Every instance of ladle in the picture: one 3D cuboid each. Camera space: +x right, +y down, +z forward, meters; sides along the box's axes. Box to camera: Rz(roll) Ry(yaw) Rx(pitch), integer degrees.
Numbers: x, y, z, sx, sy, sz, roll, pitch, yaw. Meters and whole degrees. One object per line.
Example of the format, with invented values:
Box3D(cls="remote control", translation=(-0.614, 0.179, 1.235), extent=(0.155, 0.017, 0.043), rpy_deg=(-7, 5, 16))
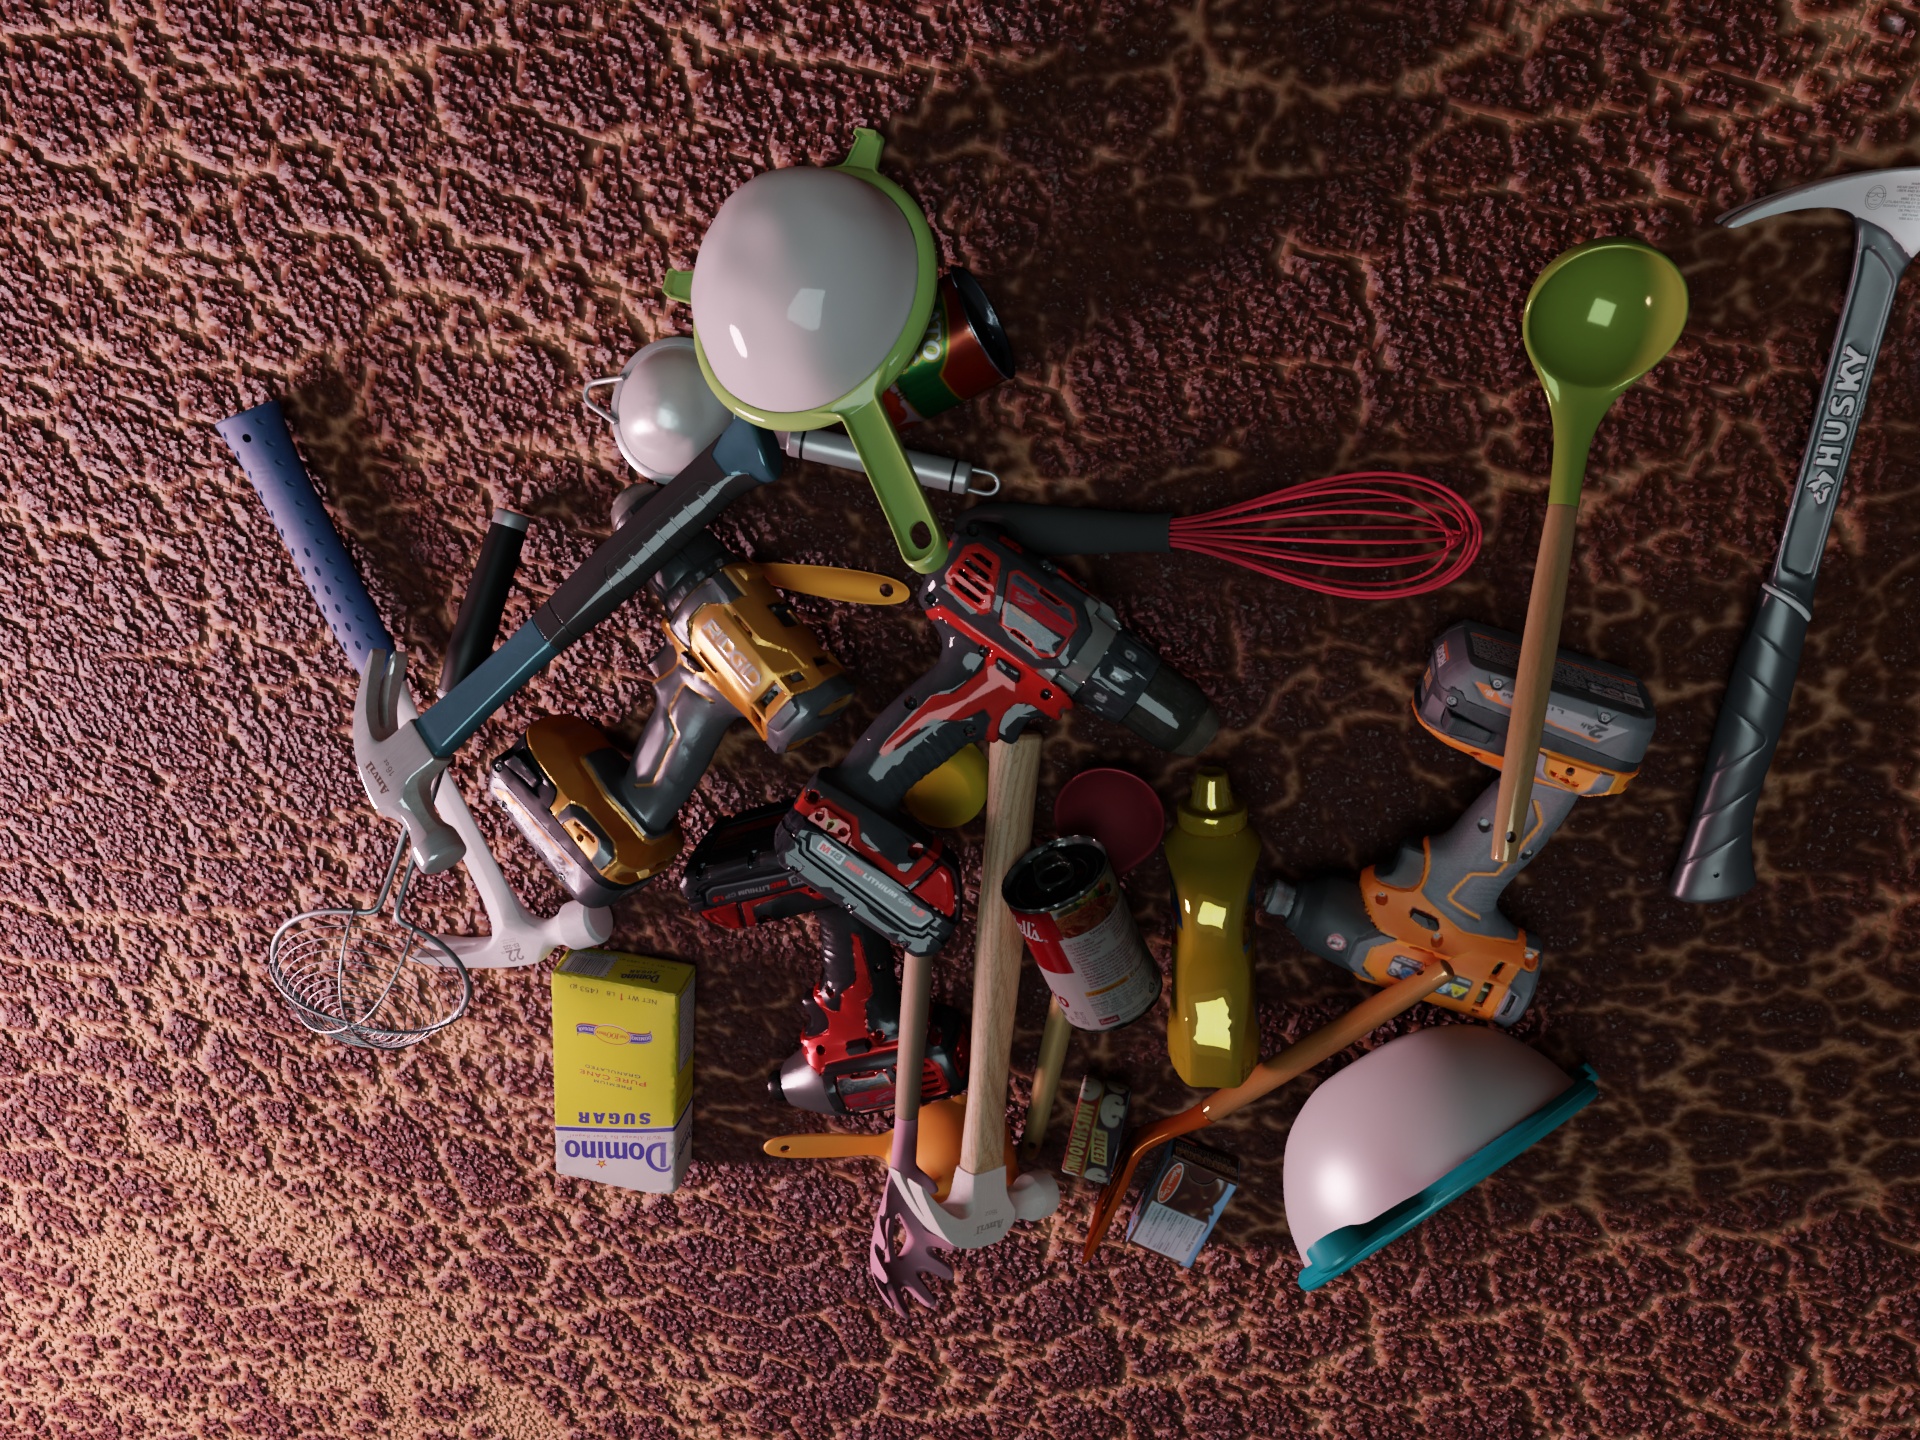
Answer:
Box3D(cls="ladle", translation=(0.306, -0.084, 0.810), extent=(0.078, 0.062, 0.320), rpy_deg=(9, 92, 6))
Box3D(cls="ladle", translation=(0.073, 0.163, 1.033), extent=(0.069, 0.031, 0.315), rpy_deg=(14, 116, 8))

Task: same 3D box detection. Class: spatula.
Box3D(cls="spatula", translation=(0.180, 0.238, 0.992), extent=(0.041, 0.081, 0.322), rpy_deg=(44, 120, -9))

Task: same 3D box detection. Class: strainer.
Box3D(cls="strainer", translation=(0.236, 0.239, 0.902), extent=(0.211, 0.340, 0.095), rpy_deg=(-42, 66, 19))
Box3D(cls="strainer", translation=(-0.102, -0.166, 0.926), extent=(0.258, 0.050, 0.087), rpy_deg=(13, 100, 3))
Box3D(cls="strainer", translation=(-0.072, -0.189, 0.820), extent=(0.151, 0.069, 0.257), rpy_deg=(-31, 67, 17))

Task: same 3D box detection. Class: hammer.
Box3D(cls="hammer", translation=(-0.229, -0.059, 0.924), extent=(0.331, 0.033, 0.128), rpy_deg=(-40, 76, 13))
Box3D(cls="hammer", translation=(0.442, -0.083, 0.850), extent=(0.149, 0.036, 0.408), rpy_deg=(8, 114, 10))
Box3D(cls="hammer", translation=(-0.376, -0.011, 1.048), extent=(0.144, 0.035, 0.405), rpy_deg=(-17, 108, 17))
Box3D(cls="hammer", translation=(0.020, 0.170, 0.993), extent=(0.031, 0.130, 0.331), rpy_deg=(12, 102, 45))

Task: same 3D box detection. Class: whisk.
Box3D(cls="whisk", translation=(0.138, -0.106, 0.893), extent=(0.296, 0.073, 0.073), rpy_deg=(3, 113, 18))

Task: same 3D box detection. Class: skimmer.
Box3D(cls="skimmer", translation=(-0.339, 0.041, 1.019), extent=(0.127, 0.090, 0.363), rpy_deg=(18, 91, -12))

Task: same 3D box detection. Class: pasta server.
Box3D(cls="pasta server", translation=(-0.027, 0.227, 1.000), extent=(0.040, 0.060, 0.316), rpy_deg=(20, 111, 44))

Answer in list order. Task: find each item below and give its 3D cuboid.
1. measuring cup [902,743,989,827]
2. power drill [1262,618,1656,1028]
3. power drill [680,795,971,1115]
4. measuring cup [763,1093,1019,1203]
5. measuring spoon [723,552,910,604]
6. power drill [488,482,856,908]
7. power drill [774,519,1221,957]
Box3D(cls="measuring cup", translation=(-0.002, -0.003, 0.976), extent=(0.062, 0.029, 0.156), rpy_deg=(14, 116, 6))
Box3D(cls="power drill", translation=(0.281, 0.062, 0.920), extent=(0.164, 0.084, 0.226), rpy_deg=(18, 119, 4))
Box3D(cls="power drill", translation=(-0.091, 0.164, 1.043), extent=(0.143, 0.079, 0.219), rpy_deg=(-15, 112, 17))
Box3D(cls="measuring cup", translation=(-0.044, 0.303, 1.066), extent=(0.173, 0.052, 0.095), rpy_deg=(5, 120, -17))
Box3D(cls="measuring spoon", translation=(-0.088, -0.087, 0.972), extent=(0.117, 0.011, 0.021), rpy_deg=(9, 112, 4))
Box3D(cls="power drill", translation=(-0.194, -0.016, 0.976), extent=(0.226, 0.084, 0.185), rpy_deg=(-44, 82, 24))
Box3D(cls="power drill", translation=(0.020, 0.023, 0.911), extent=(0.188, 0.080, 0.226), rpy_deg=(34, 95, -3))
